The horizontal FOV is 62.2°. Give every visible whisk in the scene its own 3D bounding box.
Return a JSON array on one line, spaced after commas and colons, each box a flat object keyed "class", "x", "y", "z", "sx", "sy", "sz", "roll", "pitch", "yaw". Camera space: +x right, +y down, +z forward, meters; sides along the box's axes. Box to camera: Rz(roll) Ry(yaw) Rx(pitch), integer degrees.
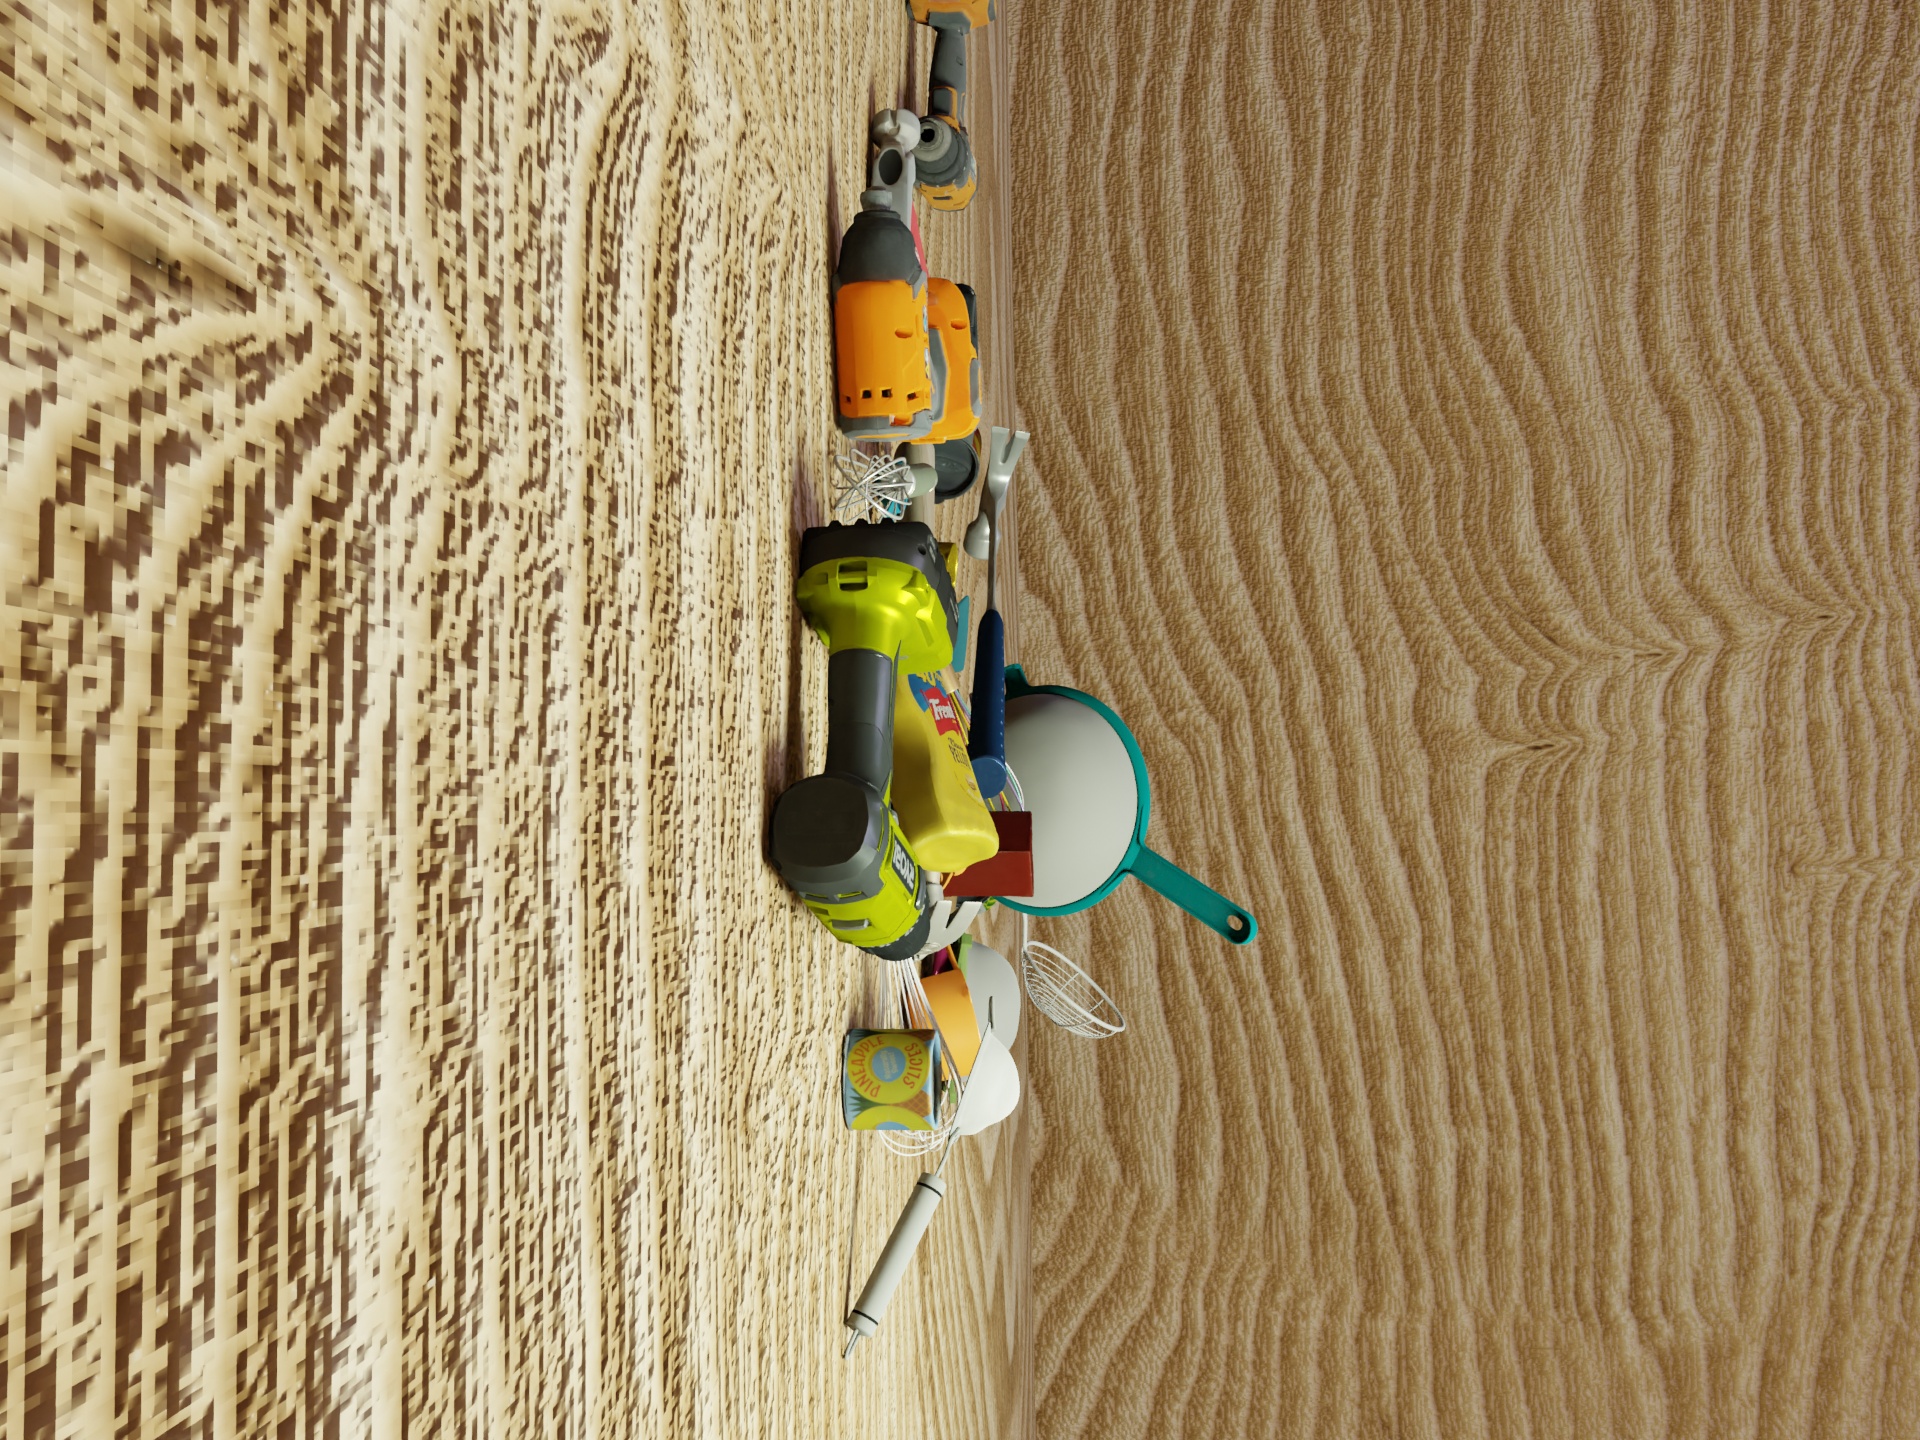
[{"class": "whisk", "x": -0.003, "y": -0.004, "z": 1.326, "sx": 0.047, "sy": 0.051, "sz": 0.245, "roll": -56, "pitch": 124, "yaw": -73}, {"class": "whisk", "x": -0.046, "y": -0.168, "z": 1.121, "sx": 0.059, "sy": 0.058, "sz": 0.246, "roll": 44, "pitch": 13, "yaw": -1}, {"class": "whisk", "x": -0.045, "y": 0.174, "z": 1.106, "sx": 0.070, "sy": 0.070, "sz": 0.284, "roll": -73, "pitch": 156, "yaw": -73}]

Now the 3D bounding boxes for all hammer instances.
[{"class": "hammer", "x": -0.036, "y": -0.355, "z": 1.397, "sx": 0.386, "sy": 0.038, "sz": 0.143, "roll": 71, "pitch": 19, "yaw": -73}, {"class": "hammer", "x": -0.027, "y": -0.031, "z": 1.213, "sx": 0.146, "sy": 0.038, "sz": 0.411, "roll": 132, "pitch": -41, "yaw": -65}, {"class": "hammer", "x": 0.025, "y": -0.093, "z": 1.319, "sx": 0.406, "sy": 0.035, "sz": 0.144, "roll": -87, "pitch": -171, "yaw": -50}]

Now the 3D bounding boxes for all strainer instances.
[{"class": "strainer", "x": -0.014, "y": 0.304, "z": 1.059, "sx": 0.258, "sy": 0.050, "sz": 0.086, "roll": -60, "pitch": 167, "yaw": -28}, {"class": "strainer", "x": 0.101, "y": 0.100, "z": 1.382, "sx": 0.095, "sy": 0.341, "sz": 0.211, "roll": 6, "pitch": 112, "yaw": -55}, {"class": "strainer", "x": 0.019, "y": 0.275, "z": 1.532, "sx": 0.256, "sy": 0.069, "sz": 0.151, "roll": 110, "pitch": -15, "yaw": -86}]

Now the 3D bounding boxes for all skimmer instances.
[{"class": "skimmer", "x": 0.084, "y": 0.140, "z": 1.551, "sx": 0.127, "sy": 0.090, "sz": 0.363, "roll": -93, "pitch": 172, "yaw": -78}]

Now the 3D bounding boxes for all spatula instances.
[{"class": "spatula", "x": -0.002, "y": -0.039, "z": 1.520, "sx": 0.318, "sy": 0.044, "sz": 0.082, "roll": -102, "pitch": -165, "yaw": -69}]

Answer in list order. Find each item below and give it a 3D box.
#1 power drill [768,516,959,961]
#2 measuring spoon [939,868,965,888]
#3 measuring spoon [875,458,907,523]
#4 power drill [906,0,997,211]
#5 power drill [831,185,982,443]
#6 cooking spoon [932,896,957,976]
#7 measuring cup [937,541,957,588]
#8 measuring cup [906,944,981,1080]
[{"class": "power drill", "x": -0.049, "y": 0.018, "z": 0.917, "sx": 0.190, "sy": 0.080, "sz": 0.229, "roll": 66, "pitch": 25, "yaw": -63}, {"class": "measuring spoon", "x": -0.007, "y": 0.116, "z": 1.228, "sx": 0.117, "sy": 0.011, "sz": 0.021, "roll": 119, "pitch": -29, "yaw": -75}, {"class": "measuring spoon", "x": -0.063, "y": -0.151, "z": 1.200, "sx": 0.042, "sy": 0.021, "sz": 0.129, "roll": 81, "pitch": 18, "yaw": -44}, {"class": "power drill", "x": -0.016, "y": -0.603, "z": 1.476, "sx": 0.185, "sy": 0.084, "sz": 0.226, "roll": -45, "pitch": 138, "yaw": -81}, {"class": "power drill", "x": -0.039, "y": -0.278, "z": 1.130, "sx": 0.226, "sy": 0.084, "sz": 0.164, "roll": -39, "pitch": 127, "yaw": -79}, {"class": "cooking spoon", "x": -0.013, "y": 0.176, "z": 1.425, "sx": 0.069, "sy": 0.017, "sz": 0.318, "roll": -86, "pitch": -179, "yaw": -64}, {"class": "measuring cup", "x": -0.032, "y": -0.099, "z": 1.504, "sx": 0.062, "sy": 0.029, "sz": 0.157, "roll": 77, "pitch": 25, "yaw": -66}, {"class": "measuring cup", "x": -0.025, "y": 0.224, "z": 1.349, "sx": 0.095, "sy": 0.052, "sz": 0.174, "roll": 85, "pitch": -12, "yaw": -51}]
